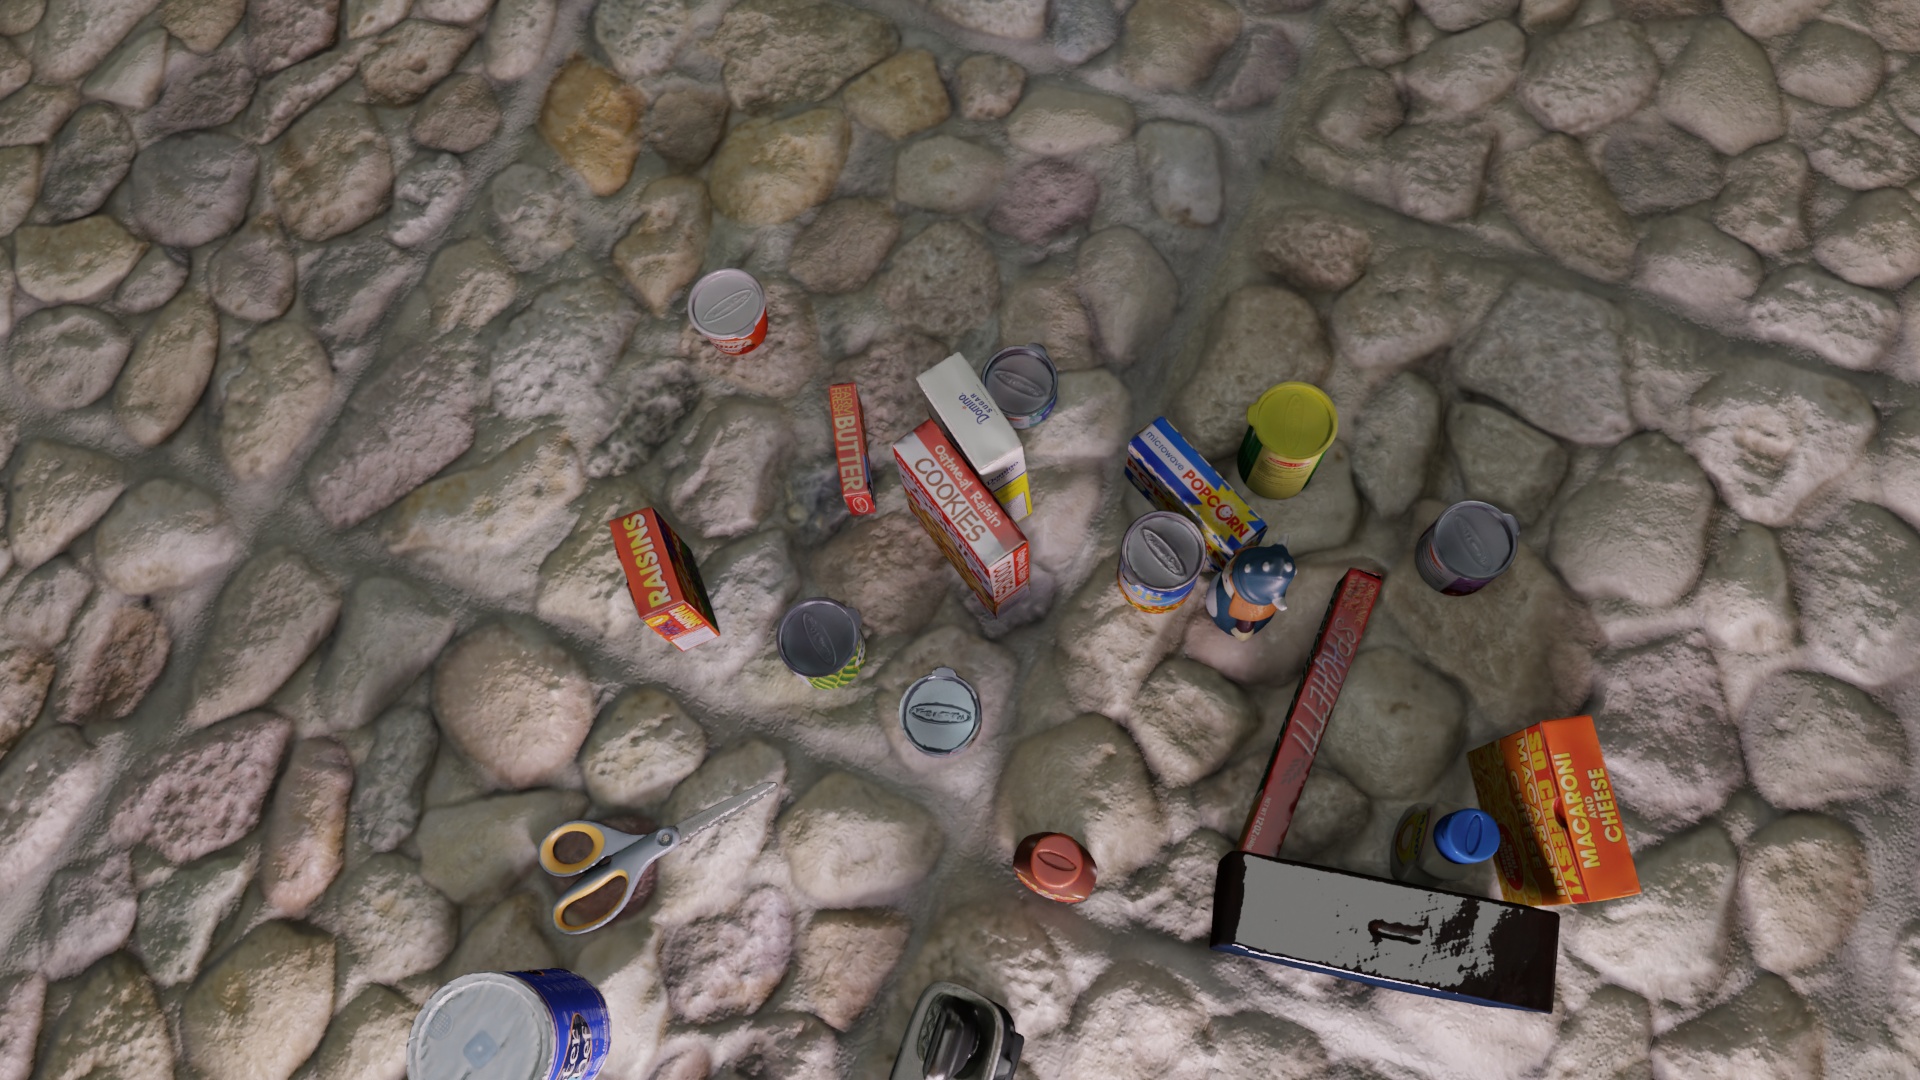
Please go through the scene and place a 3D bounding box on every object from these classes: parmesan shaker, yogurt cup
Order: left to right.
[{"bbox_3d":[-0.201,-0.198,1.222,0.072,0.053,0.072,-1,73,3],"label":"yogurt cup"},{"bbox_3d":[0.263,-0.081,1.137,0.071,0.103,0.071,-1,74,3],"label":"parmesan shaker"}]

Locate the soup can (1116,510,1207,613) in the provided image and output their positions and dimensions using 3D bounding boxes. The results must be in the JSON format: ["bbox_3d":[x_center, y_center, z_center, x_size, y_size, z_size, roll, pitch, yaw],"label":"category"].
[{"bbox_3d":[0.158,0.020,1.121,0.071,0.083,0.071,-1,74,3],"label":"soup can"}]

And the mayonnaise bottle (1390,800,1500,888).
[{"bbox_3d":[0.354,0.220,1.018,0.041,0.147,0.065,16,75,8],"label":"mayonnaise bottle"}]

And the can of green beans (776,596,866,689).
[{"bbox_3d":[-0.112,0.084,1.129,0.071,0.057,0.071,-1,73,3],"label":"can of green beans"}]

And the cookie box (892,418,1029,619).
[{"bbox_3d":[0.004,-0.014,1.096,0.040,0.167,0.123,-36,75,-7],"label":"cookie box"}]

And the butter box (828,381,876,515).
[{"bbox_3d":[-0.092,-0.078,1.180,0.024,0.053,0.104,-9,73,0],"label":"butter box"}]

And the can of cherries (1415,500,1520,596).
[{"bbox_3d":[0.411,0.007,1.126,0.071,0.058,0.071,-1,73,3],"label":"can of cherries"}]

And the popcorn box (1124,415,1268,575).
[{"bbox_3d":[0.190,-0.035,1.136,0.038,0.085,0.127,-39,75,-8],"label":"popcorn box"}]

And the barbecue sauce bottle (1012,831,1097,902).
[{"bbox_3d":[0.070,0.240,1.026,0.065,0.148,0.044,21,76,9],"label":"barbecue sauce bottle"}]

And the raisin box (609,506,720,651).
[{"bbox_3d":[-0.237,0.033,1.117,0.040,0.123,0.086,-21,74,-3],"label":"raisin box"}]

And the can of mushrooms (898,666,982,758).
[{"bbox_3d":[-0.015,0.139,1.120,0.071,0.033,0.071,-1,73,3],"label":"can of mushrooms"}]

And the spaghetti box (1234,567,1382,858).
[{"bbox_3d":[0.275,0.139,1.097,0.029,0.050,0.250,23,76,9],"label":"spaghetti box"}]

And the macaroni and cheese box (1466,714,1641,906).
[{"bbox_3d":[0.425,0.202,1.010,0.040,0.166,0.124,-9,73,0],"label":"macaroni and cheese box"}]

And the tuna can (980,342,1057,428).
[{"bbox_3d":[0.052,-0.134,1.200,0.071,0.032,0.071,-1,73,3],"label":"tuna can"}]
